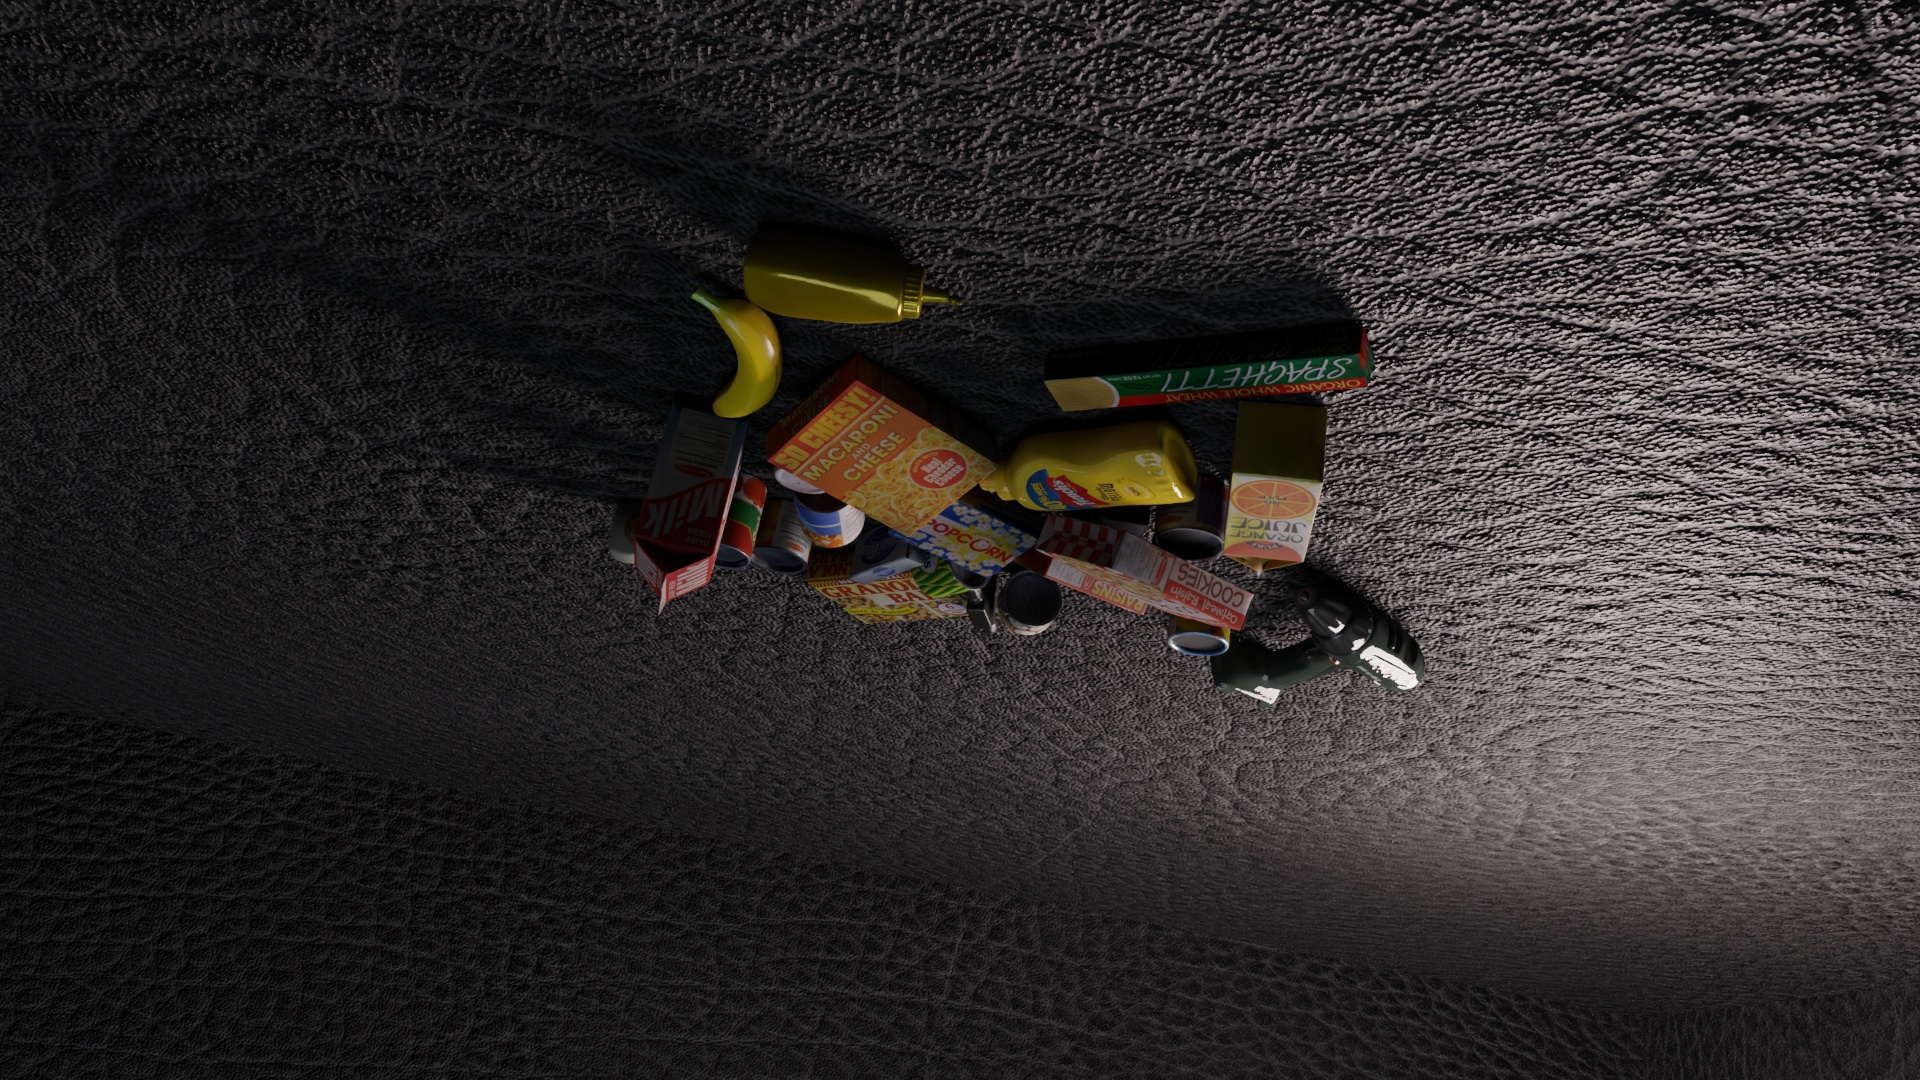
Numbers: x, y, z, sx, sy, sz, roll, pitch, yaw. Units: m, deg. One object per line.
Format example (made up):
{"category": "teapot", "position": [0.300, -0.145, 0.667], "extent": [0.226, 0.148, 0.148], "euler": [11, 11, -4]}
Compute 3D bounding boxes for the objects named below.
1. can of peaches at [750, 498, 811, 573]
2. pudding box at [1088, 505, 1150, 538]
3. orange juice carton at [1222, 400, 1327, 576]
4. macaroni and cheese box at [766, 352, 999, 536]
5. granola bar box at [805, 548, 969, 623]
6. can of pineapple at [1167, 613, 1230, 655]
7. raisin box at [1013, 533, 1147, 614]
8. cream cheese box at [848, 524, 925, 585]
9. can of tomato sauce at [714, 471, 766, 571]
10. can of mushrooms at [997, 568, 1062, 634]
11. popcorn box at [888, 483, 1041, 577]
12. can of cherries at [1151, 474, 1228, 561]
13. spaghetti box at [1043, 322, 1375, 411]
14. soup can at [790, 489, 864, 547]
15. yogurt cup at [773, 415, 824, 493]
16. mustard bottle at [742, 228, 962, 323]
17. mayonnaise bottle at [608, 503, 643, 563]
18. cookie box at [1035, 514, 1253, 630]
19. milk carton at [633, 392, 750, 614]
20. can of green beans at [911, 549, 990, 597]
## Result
{"category": "can of peaches", "position": [-0.190, -0.004, 1.459], "extent": [0.071, 0.058, 0.071], "euler": [8, 156, 4]}
{"category": "pudding box", "position": [0.151, -0.016, 1.339], "extent": [0.050, 0.030, 0.083], "euler": [9, 156, -1]}
{"category": "orange juice carton", "position": [0.267, -0.039, 1.195], "extent": [0.073, 0.072, 0.192], "euler": [6, 155, 10]}
{"category": "macaroni and cheese box", "position": [-0.068, -0.081, 1.223], "extent": [0.166, 0.040, 0.123], "euler": [29, 127, -35]}
{"category": "granola bar box", "position": [-0.070, 0.049, 1.551], "extent": [0.165, 0.039, 0.124], "euler": [-7, 151, 31]}
{"category": "can of pineapple", "position": [0.258, 0.085, 1.485], "extent": [0.071, 0.058, 0.070], "euler": [8, 155, 4]}
{"category": "raisin box", "position": [0.124, 0.030, 1.398], "extent": [0.123, 0.040, 0.086], "euler": [22, -178, -24]}
{"category": "cream cheese box", "position": [-0.075, 0.009, 1.450], "extent": [0.024, 0.053, 0.103], "euler": [25, 151, -33]}
{"category": "can of tomato sauce", "position": [-0.235, -0.021, 1.408], "extent": [0.071, 0.083, 0.071], "euler": [8, 155, 4]}
{"category": "can of mushrooms", "position": [0.072, 0.067, 1.503], "extent": [0.071, 0.071, 0.033], "euler": [13, 157, -7]}
{"category": "popcorn box", "position": [0.005, -0.017, 1.360], "extent": [0.126, 0.038, 0.085], "euler": [24, 139, -29]}
{"category": "can of cherries", "position": [0.212, -0.020, 1.272], "extent": [0.071, 0.058, 0.071], "euler": [7, 155, 4]}
{"category": "spaghetti box", "position": [0.188, -0.132, 1.074], "extent": [0.250, 0.029, 0.050], "euler": [-2, 154, 25]}
{"category": "soup can", "position": [-0.131, -0.040, 1.351], "extent": [0.071, 0.071, 0.083], "euler": [8, 156, 3]}
{"category": "yogurt cup", "position": [-0.140, -0.079, 1.283], "extent": [0.072, 0.054, 0.072], "euler": [8, 155, 4]}
{"category": "mustard bottle", "position": [-0.077, -0.190, 1.025], "extent": [0.160, 0.049, 0.065], "euler": [9, 156, 0]}
{"category": "mayonnaise bottle", "position": [-0.300, -0.004, 1.501], "extent": [0.148, 0.065, 0.041], "euler": [4, 157, 3]}
{"category": "cookie box", "position": [0.171, 0.031, 1.292], "extent": [0.167, 0.040, 0.123], "euler": [25, 175, -31]}
{"category": "milk carton", "position": [-0.248, -0.031, 1.262], "extent": [0.073, 0.191, 0.072], "euler": [14, 155, -7]}
{"category": "can of green beans", "position": [-0.009, 0.023, 1.440], "extent": [0.057, 0.071, 0.071], "euler": [-14, 146, 42]}
